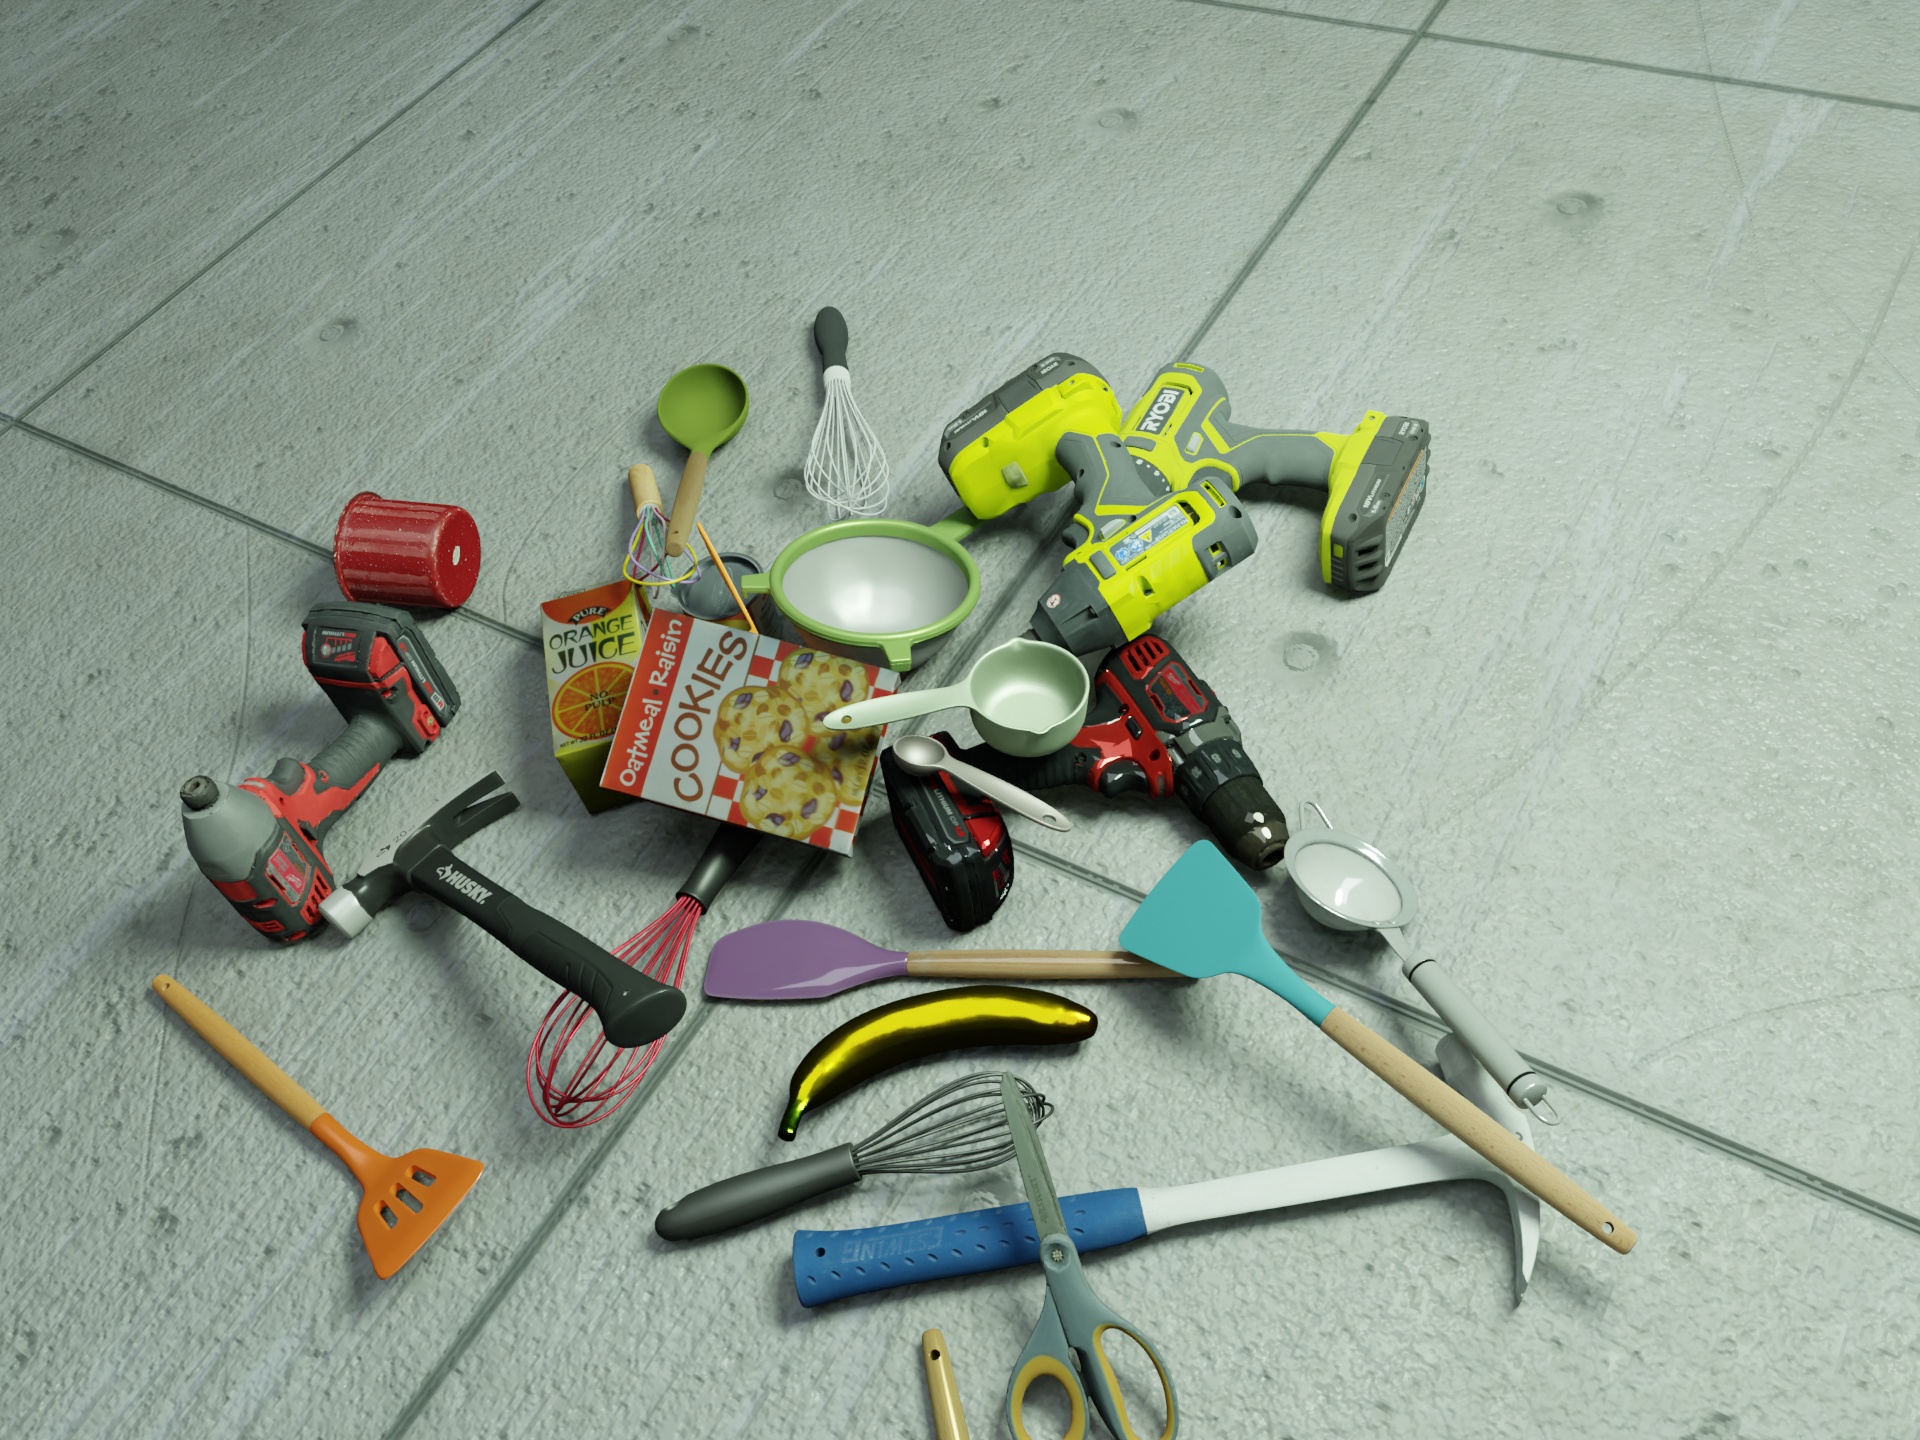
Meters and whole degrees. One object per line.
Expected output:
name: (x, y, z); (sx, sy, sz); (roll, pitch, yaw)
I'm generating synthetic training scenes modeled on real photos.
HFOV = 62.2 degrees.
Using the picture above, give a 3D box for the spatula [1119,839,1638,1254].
spatula: (0.225, 0.179, 0.871); (0.318, 0.044, 0.082); (37, 84, 26)

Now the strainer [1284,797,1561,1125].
strainer: (0.256, 0.138, 0.910); (0.086, 0.050, 0.259); (2, 32, -26)

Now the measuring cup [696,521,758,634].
measuring cup: (-0.166, -0.052, 1.108); (0.052, 0.095, 0.173); (-26, 86, -6)

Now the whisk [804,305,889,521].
whisk: (-0.099, -0.261, 1.315); (0.070, 0.070, 0.285); (-11, 46, 2)

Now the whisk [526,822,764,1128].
whisk: (-0.182, 0.132, 1.017); (0.073, 0.073, 0.296); (15, 51, 21)

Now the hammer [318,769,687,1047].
hammer: (-0.274, 0.123, 0.995); (0.335, 0.035, 0.146); (18, 54, 45)

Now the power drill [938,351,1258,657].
power drill: (0.079, -0.146, 1.104); (0.171, 0.080, 0.223); (-33, 48, 3)

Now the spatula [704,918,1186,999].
spatula: (-0.007, 0.150, 0.993); (0.316, 0.018, 0.060); (-1, 49, 11)

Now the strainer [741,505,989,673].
strainer: (-0.031, -0.104, 1.179); (0.152, 0.069, 0.256); (26, 44, 26)

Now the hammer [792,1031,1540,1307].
hammer: (0.111, 0.270, 0.864); (0.405, 0.035, 0.144); (-11, 51, 3)

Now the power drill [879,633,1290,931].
power drill: (0.081, 0.051, 1.020); (0.226, 0.080, 0.188); (-23, 52, -11)

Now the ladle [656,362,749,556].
ladle: (-0.206, -0.202, 1.219); (0.078, 0.062, 0.320); (-10, 28, 2)

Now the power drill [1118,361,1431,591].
power drill: (0.210, -0.171, 1.167); (0.229, 0.080, 0.191); (17, 57, 26)

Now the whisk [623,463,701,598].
whisk: (-0.239, -0.152, 1.217); (0.047, 0.051, 0.245); (-35, 30, 3)

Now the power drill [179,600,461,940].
power drill: (-0.447, 0.027, 1.098); (0.078, 0.143, 0.220); (6, 51, 19)

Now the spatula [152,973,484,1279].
spatula: (-0.417, 0.235, 0.992); (0.323, 0.041, 0.081); (27, 62, 29)

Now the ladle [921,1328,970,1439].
ladle: (0.020, 0.443, 0.753); (0.069, 0.031, 0.316); (-16, 49, -1)

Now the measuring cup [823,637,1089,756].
measuring cup: (-0.002, -0.003, 0.999); (0.167, 0.038, 0.083); (-10, 49, -4)

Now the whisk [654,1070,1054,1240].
whisk: (-0.061, 0.253, 0.905); (0.239, 0.055, 0.055); (-19, 51, 2)

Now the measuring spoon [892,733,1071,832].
measuring spoon: (0.012, 0.044, 0.977); (0.124, 0.018, 0.034); (27, 34, 17)
